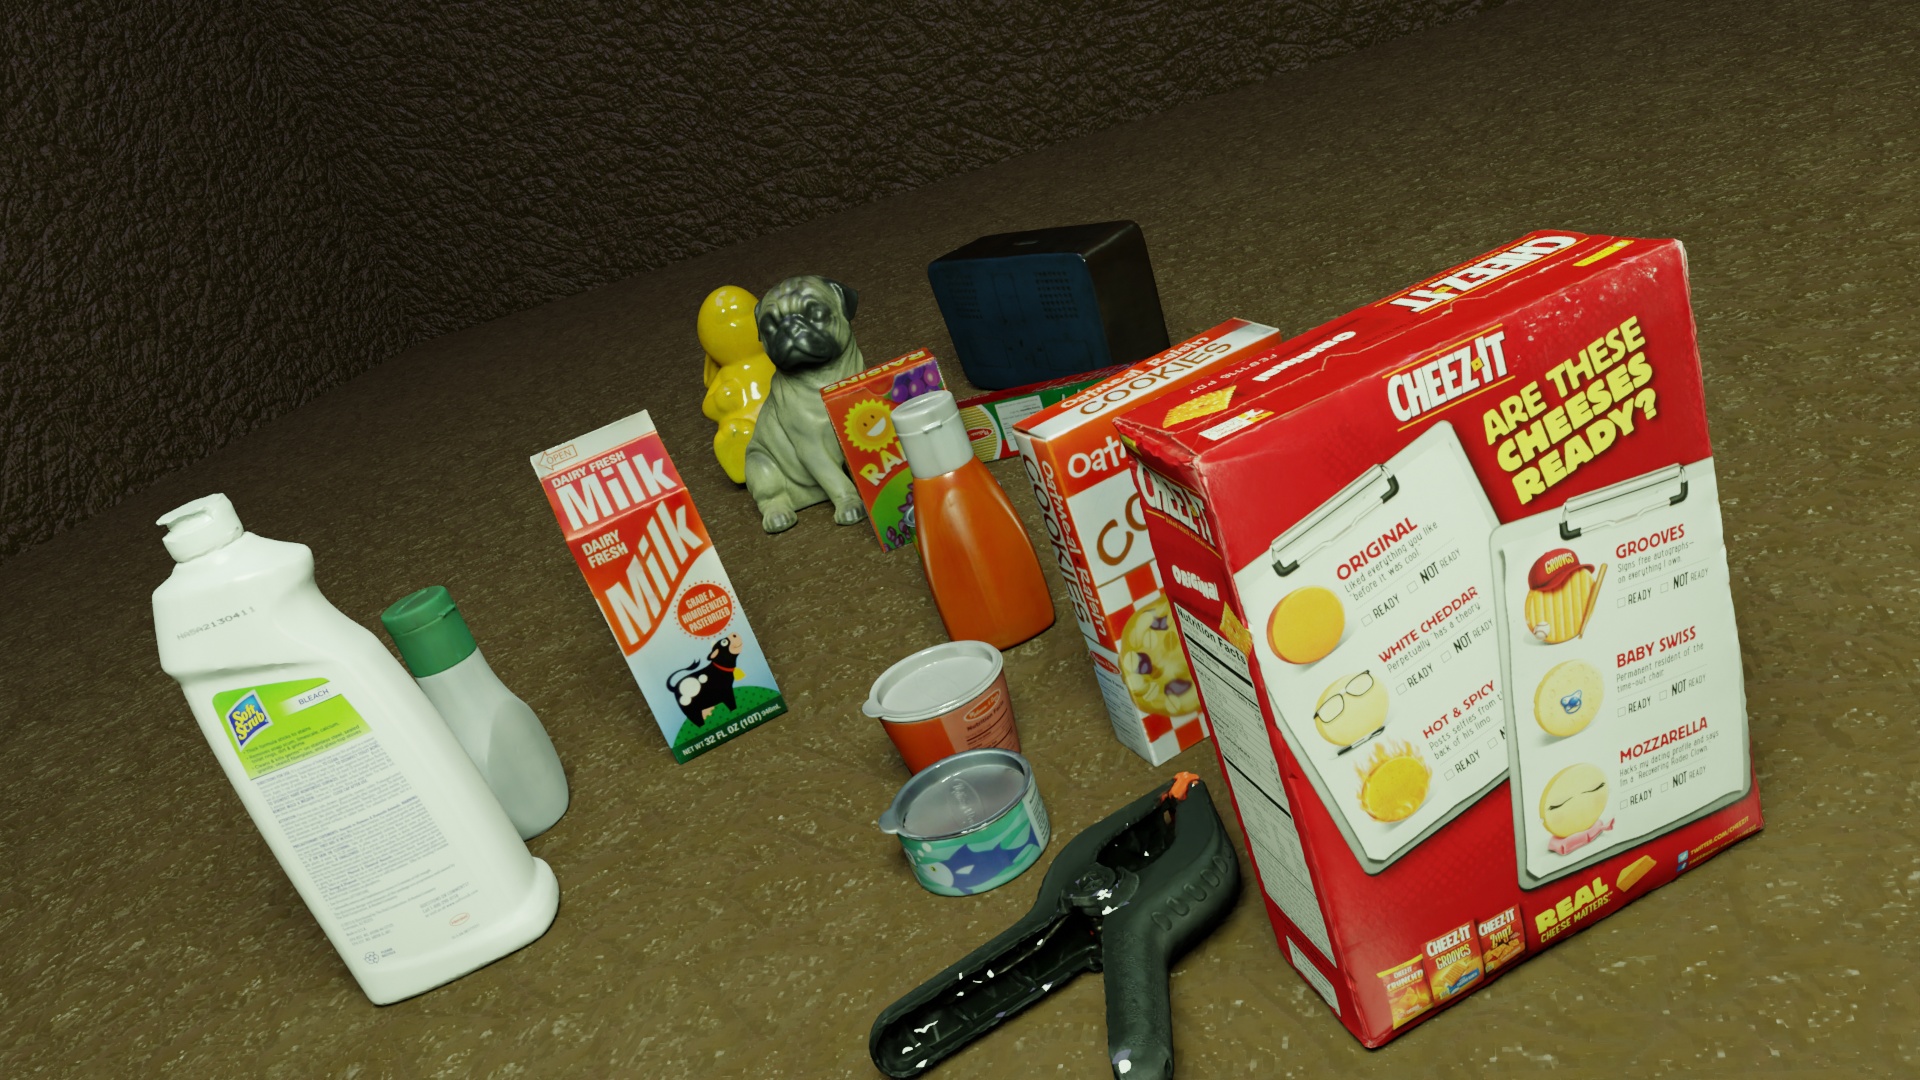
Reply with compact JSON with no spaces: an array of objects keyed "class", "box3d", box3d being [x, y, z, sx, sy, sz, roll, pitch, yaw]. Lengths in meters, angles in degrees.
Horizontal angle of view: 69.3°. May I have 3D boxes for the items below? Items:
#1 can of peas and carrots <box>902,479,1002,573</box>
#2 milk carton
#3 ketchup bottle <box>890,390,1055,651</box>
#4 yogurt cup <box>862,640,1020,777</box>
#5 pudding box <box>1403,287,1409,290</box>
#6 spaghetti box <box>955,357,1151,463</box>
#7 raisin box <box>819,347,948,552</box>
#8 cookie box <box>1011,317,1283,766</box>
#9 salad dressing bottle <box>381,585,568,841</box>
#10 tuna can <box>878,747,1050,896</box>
[{"class":"can of peas and carrots","box3d":[0.004,-0.001,0.885,0.071,0.058,0.071,-18,21,7]},{"class":"milk carton","box3d":[-0.174,0.024,0.802,0.072,0.190,0.073,-25,21,-13]},{"class":"ketchup bottle","box3d":[0.003,-0.010,0.782,0.065,0.148,0.043,-22,20,-4]},{"class":"yogurt cup","box3d":[-0.004,0.088,0.678,0.072,0.053,0.072,-18,21,7]},{"class":"pudding box","box3d":[0.359,-0.162,0.977,0.083,0.049,0.030,-14,21,16]},{"class":"spaghetti box","box3d":[0.096,-0.102,1.067,0.250,0.050,0.029,-10,23,26]},{"class":"raisin box","box3d":[-0.040,-0.065,0.994,0.086,0.123,0.040,-21,20,-2]},{"class":"cookie box","box3d":[0.107,0.000,0.636,0.123,0.167,0.040,-26,21,-16]},{"class":"salad dressing bottle","box3d":[-0.268,0.096,0.766,0.044,0.147,0.064,-12,22,22]},{"class":"tuna can","box3d":[0.002,0.124,0.612,0.071,0.032,0.071,-18,21,7]}]
